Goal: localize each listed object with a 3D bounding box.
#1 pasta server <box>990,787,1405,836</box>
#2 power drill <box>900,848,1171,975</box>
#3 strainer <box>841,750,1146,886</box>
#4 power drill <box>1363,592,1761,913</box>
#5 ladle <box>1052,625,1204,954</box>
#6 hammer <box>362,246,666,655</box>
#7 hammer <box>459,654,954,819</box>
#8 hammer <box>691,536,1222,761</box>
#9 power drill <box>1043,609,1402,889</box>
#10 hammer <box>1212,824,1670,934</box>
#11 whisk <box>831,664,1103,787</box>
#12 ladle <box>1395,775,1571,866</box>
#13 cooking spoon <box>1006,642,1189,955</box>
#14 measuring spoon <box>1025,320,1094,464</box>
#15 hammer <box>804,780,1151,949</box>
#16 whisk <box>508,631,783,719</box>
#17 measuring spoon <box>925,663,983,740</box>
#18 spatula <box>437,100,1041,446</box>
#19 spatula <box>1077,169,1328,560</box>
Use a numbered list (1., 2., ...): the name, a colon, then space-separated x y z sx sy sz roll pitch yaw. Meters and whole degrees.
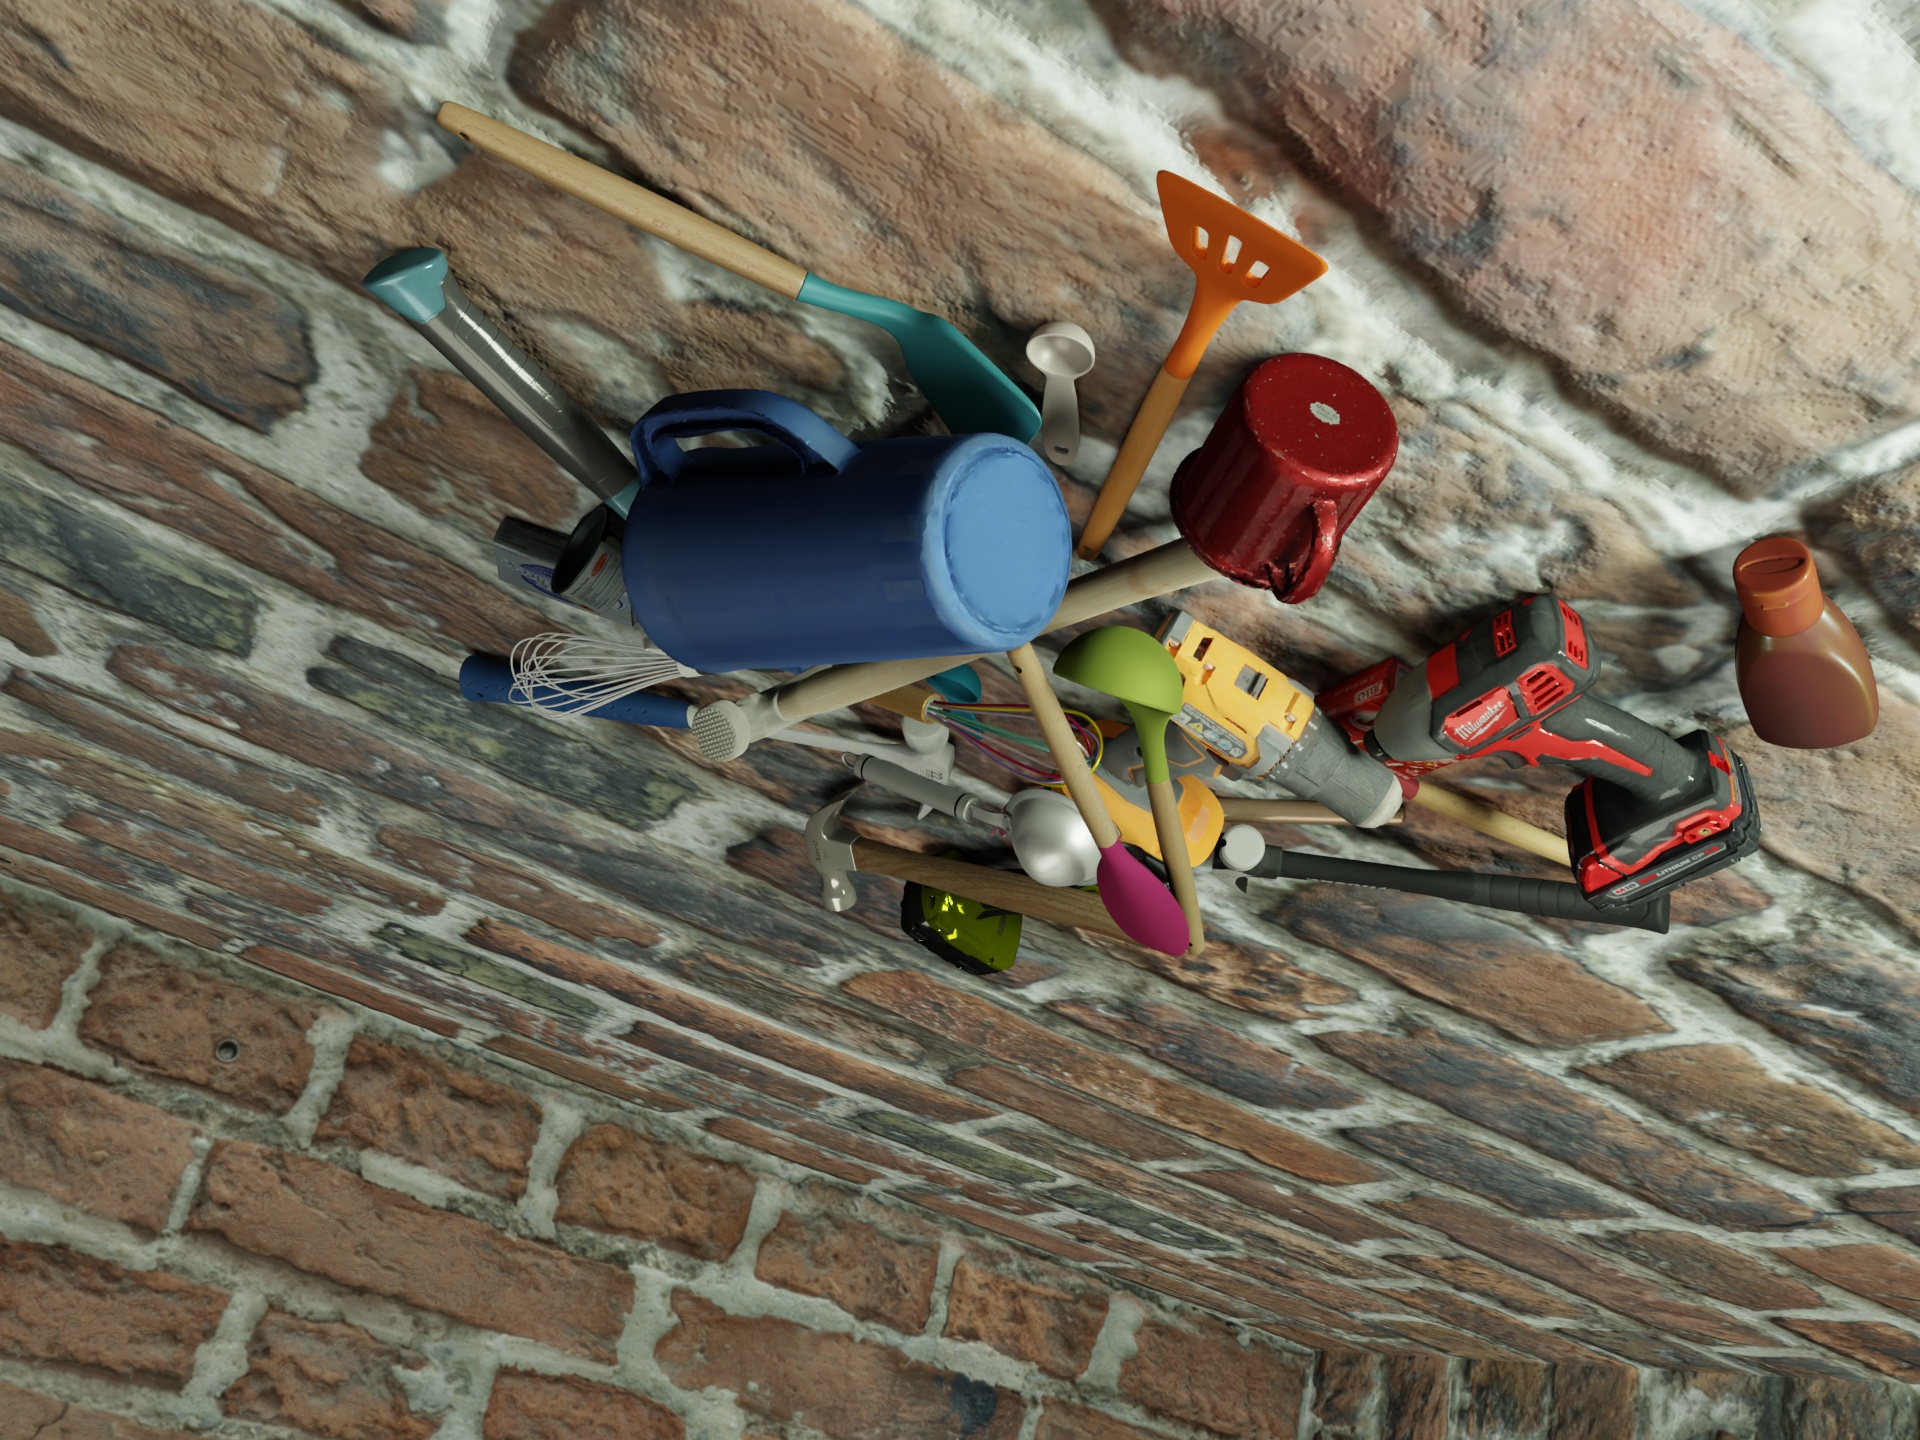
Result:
1. pasta server: 0.173 0.074 1.201 0.316 0.040 0.060 1 175 24
2. power drill: 0.074 0.162 1.382 0.223 0.080 0.171 -13 141 39
3. strainer: 0.010 0.067 1.129 0.259 0.050 0.086 20 137 34
4. power drill: 0.353 0.023 0.943 0.219 0.079 0.143 32 134 -24
5. ladle: 0.121 0.060 1.002 0.078 0.062 0.319 21 147 34
6. hammer: -0.210 -0.149 0.938 0.128 0.033 0.330 -33 129 14
7. hammer: -0.201 0.003 1.260 0.405 0.035 0.144 10 153 11
8. hammer: 0.028 -0.058 0.964 0.410 0.146 0.038 -18 95 33
9. power drill: 0.167 0.037 1.050 0.185 0.084 0.226 34 149 -1
10. hammer: 0.354 0.122 1.179 0.335 0.035 0.146 7 169 7
11. whisk: -0.001 -0.005 1.078 0.245 0.047 0.051 19 -164 39
12. ladle: 0.332 0.056 1.097 0.315 0.031 0.069 21 156 -16
13. cooking spoon: 0.084 0.059 0.993 0.069 0.017 0.318 15 148 35
14. measuring spoon: 0.053 -0.169 0.824 0.034 0.018 0.124 11 160 8
15. hammer: 0.010 0.129 1.295 0.331 0.031 0.130 11 126 31
16. whisk: -0.220 -0.039 1.161 0.285 0.070 0.070 -5 147 29
17. measuring spoon: 0.004 -0.015 1.146 0.042 0.021 0.128 21 165 16
18. spatula: -0.105 -0.216 0.778 0.317 0.044 0.082 23 163 -13
19. spatula: 0.097 -0.156 0.791 0.081 0.041 0.322 31 155 4
